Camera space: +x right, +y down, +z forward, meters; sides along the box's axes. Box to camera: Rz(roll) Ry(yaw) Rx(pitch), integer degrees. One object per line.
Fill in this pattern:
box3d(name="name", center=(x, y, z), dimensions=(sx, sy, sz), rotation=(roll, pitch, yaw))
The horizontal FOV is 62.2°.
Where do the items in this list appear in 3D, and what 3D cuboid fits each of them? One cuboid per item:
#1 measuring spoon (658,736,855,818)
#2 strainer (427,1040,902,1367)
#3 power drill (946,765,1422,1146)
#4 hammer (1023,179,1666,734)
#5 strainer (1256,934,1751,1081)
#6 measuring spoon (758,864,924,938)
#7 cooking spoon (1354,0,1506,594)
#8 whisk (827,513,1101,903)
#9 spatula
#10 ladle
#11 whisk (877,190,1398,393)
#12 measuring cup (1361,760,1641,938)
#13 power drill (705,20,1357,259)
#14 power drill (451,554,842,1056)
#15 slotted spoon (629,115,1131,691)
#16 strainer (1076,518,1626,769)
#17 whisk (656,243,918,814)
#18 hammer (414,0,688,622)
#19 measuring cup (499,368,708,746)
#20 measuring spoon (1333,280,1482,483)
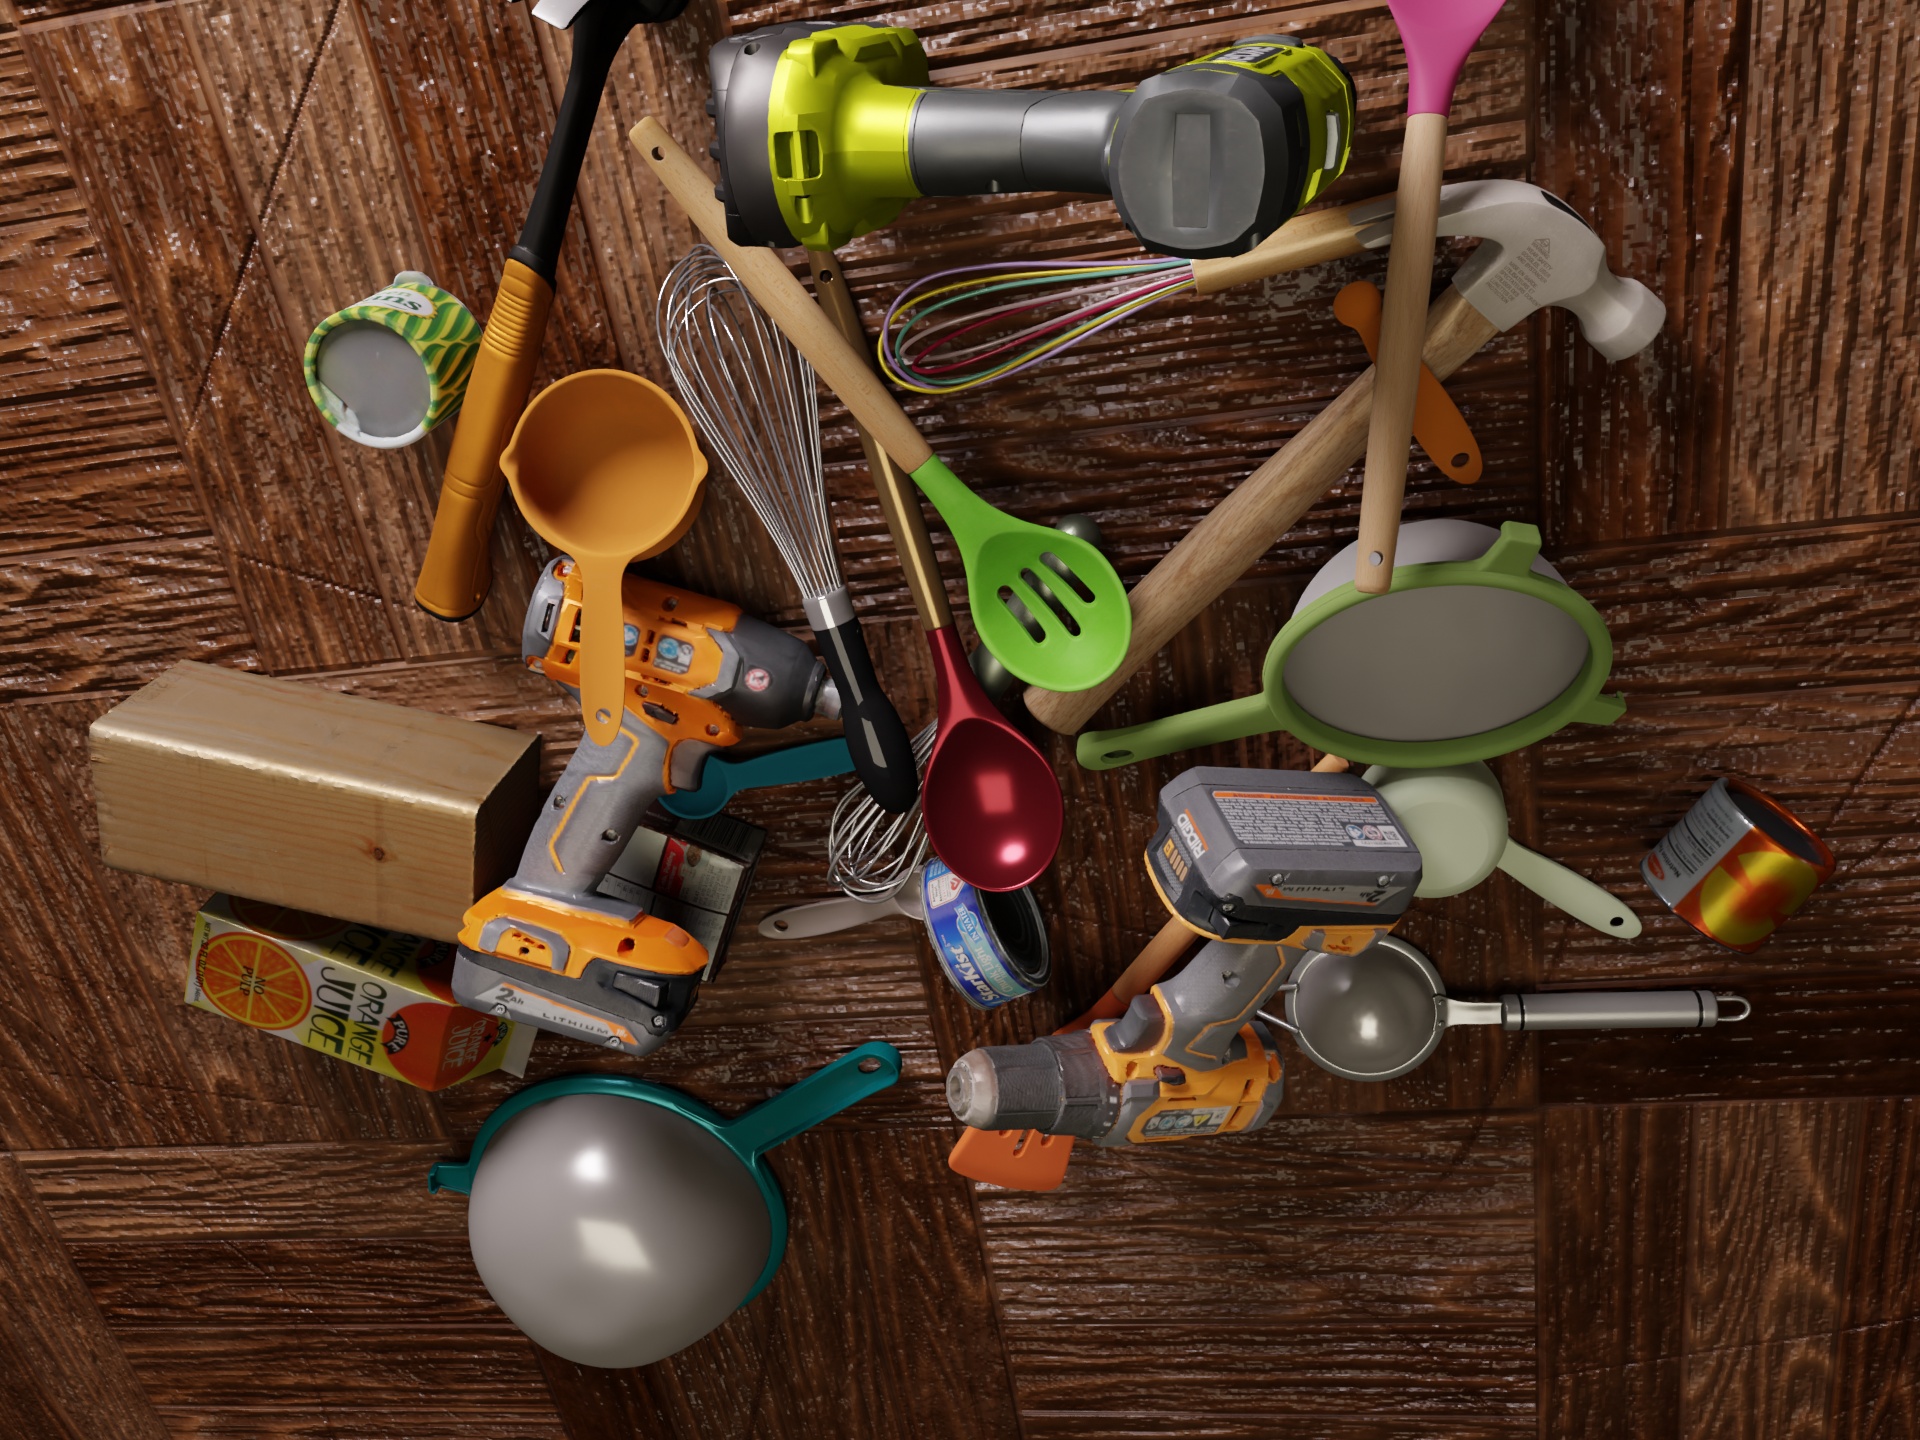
box3d(name="measuring spoon", center=(-0.101, 0.022, 0.854), dimensions=(0.128, 0.021, 0.042), rotation=(-11, 115, 4))
box3d(name="strainer", center=(-0.172, 0.297, 0.960), dimensions=(0.340, 0.095, 0.211), rotation=(-34, 107, 25))
box3d(name="power drill", center=(0.104, 0.129, 0.791), dimensions=(0.185, 0.084, 0.226), rotation=(3, 129, -24))
box3d(name="hammer", center=(0.144, -0.106, 0.724), dimensions=(0.130, 0.031, 0.331), rotation=(31, 122, -24))
box3d(name="strainer", center=(0.284, 0.154, 0.844), dimensions=(0.258, 0.050, 0.087), rotation=(-2, 102, 7))
box3d(name="measuring spoon", center=(-0.059, 0.102, 0.889), dimensions=(0.124, 0.018, 0.034), rotation=(-15, 118, 24))
box3d(name="cooking spoon", center=(0.179, -0.209, 0.621), dimensions=(0.069, 0.017, 0.319), rotation=(6, 95, 6))
box3d(name="whisk", center=(-0.001, -0.003, 0.806), dimensions=(0.059, 0.057, 0.246), rotation=(47, 117, 27))
box3d(name="spatula", center=(0.106, 0.141, 0.863), dimensions=(0.081, 0.041, 0.322), rotation=(21, 120, -29))
box3d(name="ladle", center=(-0.019, -0.069, 0.752), dimensions=(0.069, 0.031, 0.315), rotation=(-17, 101, 4))
box3d(name="whisk", center=(0.081, -0.187, 0.696), dimensions=(0.245, 0.047, 0.051), rotation=(-12, 132, 11))
box3d(name="measuring cup", center=(0.275, 0.076, 0.802), dimensions=(0.167, 0.038, 0.083), rotation=(29, 118, -4))
box3d(name="power drill", center=(0.037, -0.230, 0.618), dimensions=(0.228, 0.191, 0.080), rotation=(9, 120, 21))
box3d(name="power drill", center=(-0.156, 0.046, 0.805), dimensions=(0.164, 0.084, 0.226), rotation=(16, 95, 0))
box3d(name="slotted spoon", center=(-0.032, -0.135, 0.702), dimensions=(0.070, 0.031, 0.313), rotation=(-37, 109, 15))
box3d(name="strainer", center=(0.170, -0.032, 0.753), dimensions=(0.256, 0.069, 0.151), rotation=(-15, 142, 30))
box3d(name="whisk", center=(-0.072, -0.083, 0.747), dimensions=(0.070, 0.070, 0.284), rotation=(-14, 107, 16))
box3d(name="hammer", center=(-0.201, -0.177, 0.715), dimensions=(0.034, 0.127, 0.336), rotation=(28, 124, 0))
box3d(name="measuring cup", center=(-0.165, -0.076, 0.755), dimensions=(0.095, 0.052, 0.173), rotation=(1, 93, -1))
box3d(name="measuring spoon", center=(0.191, -0.138, 0.670), dimensions=(0.021, 0.011, 0.116), rotation=(-31, 124, 22))
